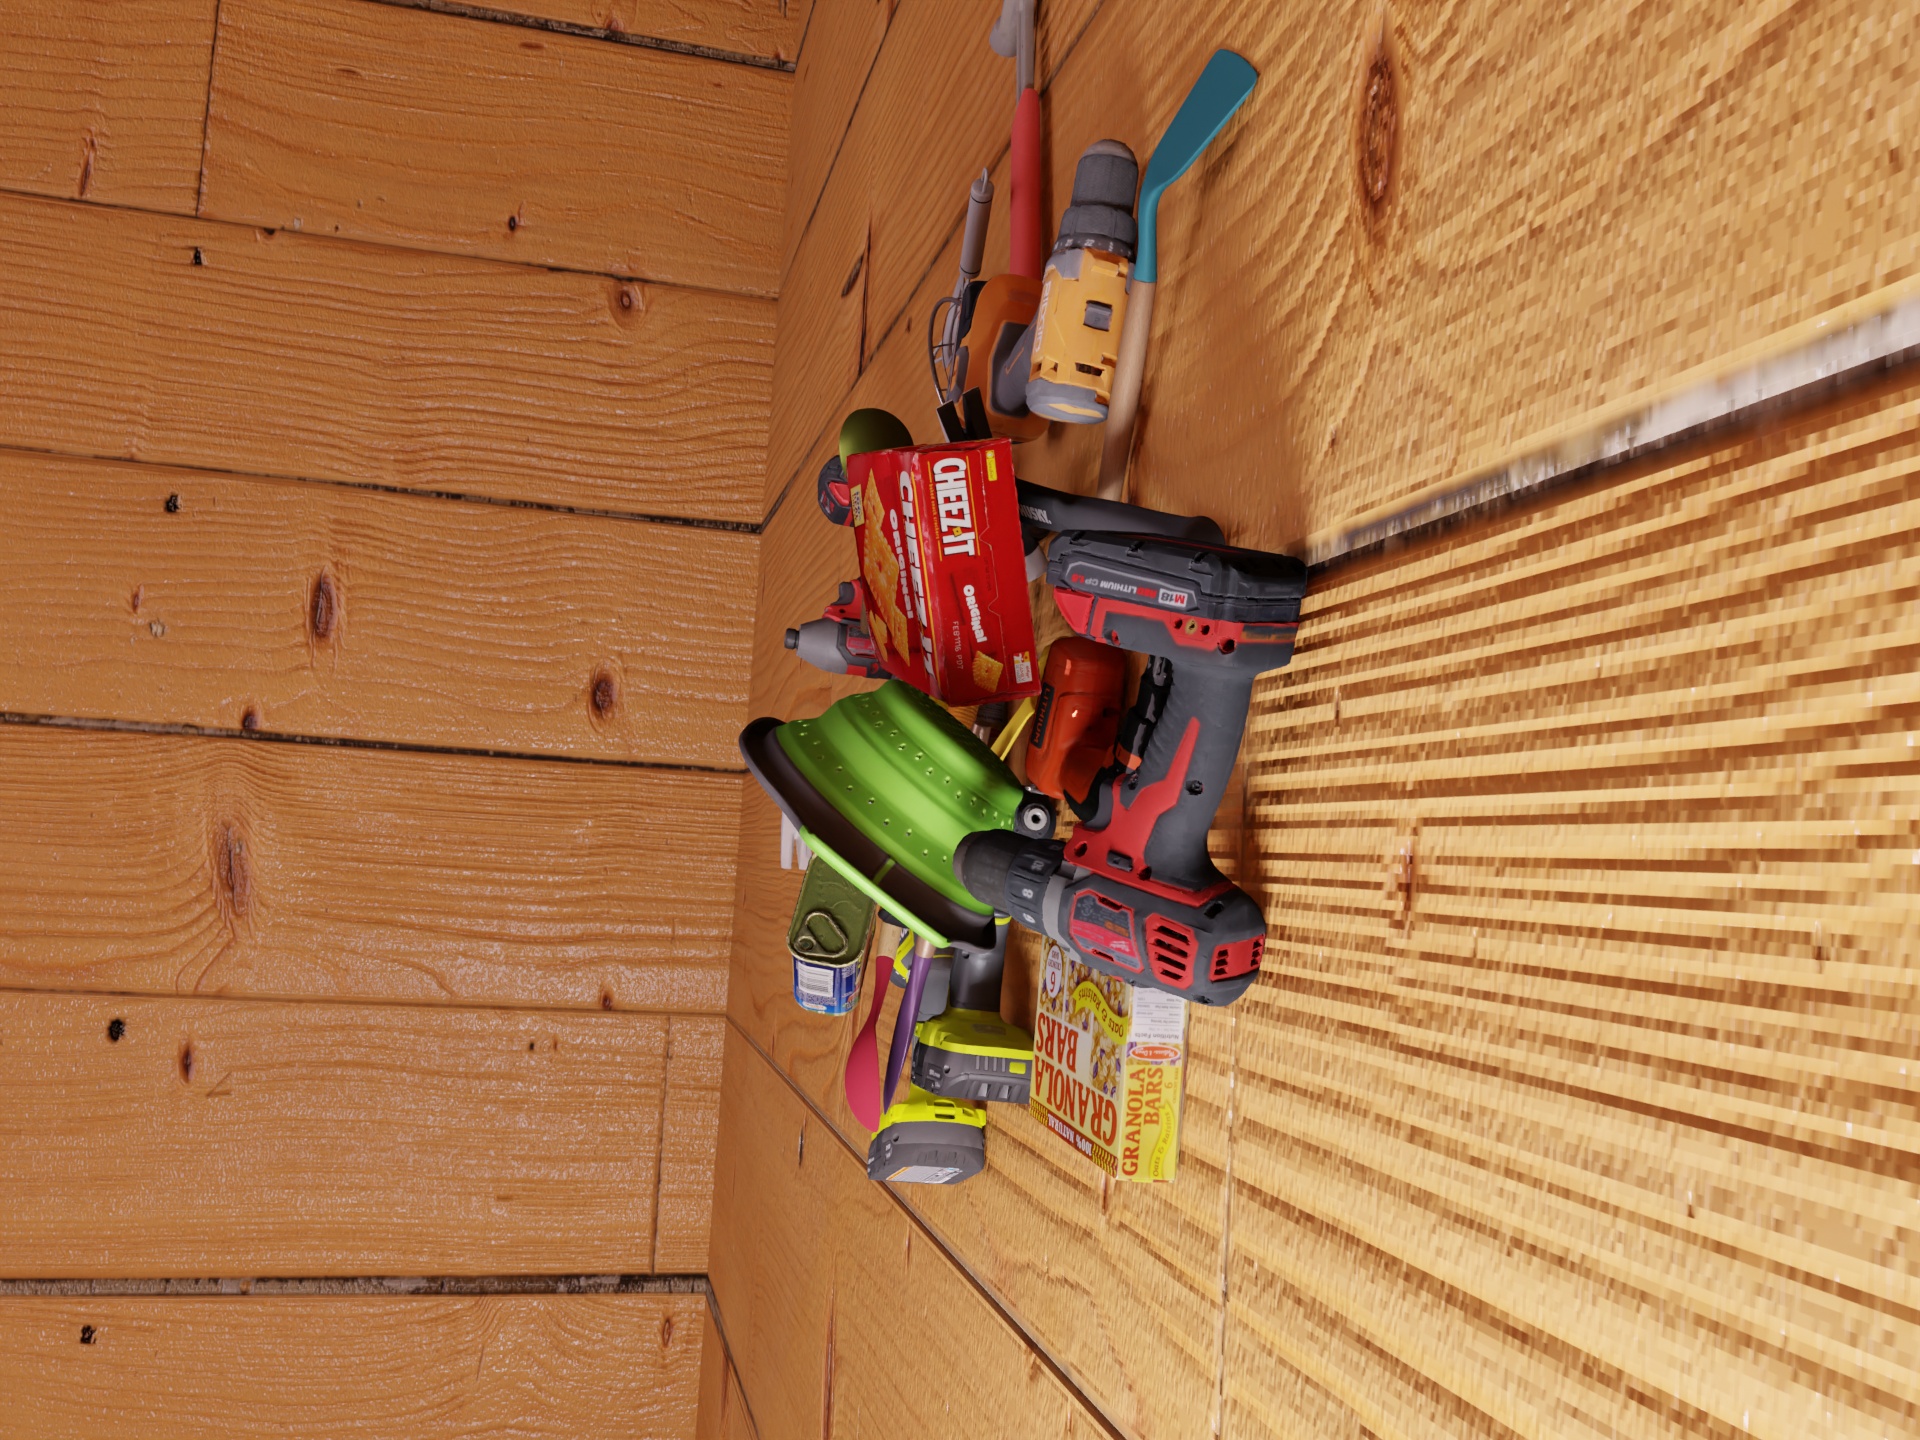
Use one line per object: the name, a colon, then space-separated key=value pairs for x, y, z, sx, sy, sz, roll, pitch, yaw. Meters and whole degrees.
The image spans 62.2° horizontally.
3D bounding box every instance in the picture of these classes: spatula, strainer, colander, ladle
spatula: x=-0.021 y=0.147 z=1.148 sx=0.060 sy=0.018 sz=0.315 roll=-99 pitch=22 yaw=-70
strainer: x=0.010 y=-0.390 z=1.392 sx=0.258 sy=0.050 sz=0.087 roll=104 pitch=171 yaw=-67
colander: x=-0.037 y=0.025 z=1.057 sx=0.094 sy=0.204 sz=0.397 roll=-49 pitch=11 yaw=5
ladle: x=-0.052 y=0.160 z=1.218 sx=0.069 sy=0.031 sz=0.316 roll=107 pitch=174 yaw=-56
ladle: x=-0.083 y=-0.162 z=1.410 sx=0.320 sy=0.062 sz=0.078 roll=106 pitch=180 yaw=-63
spatula: x=0.122 y=-0.250 z=0.997 sx=0.082 sy=0.044 sz=0.317 roll=-106 pitch=20 yaw=-56

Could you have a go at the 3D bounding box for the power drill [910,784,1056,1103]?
power drill: x=0.022 y=0.158 z=1.153 sx=0.171 sy=0.080 sz=0.223 roll=152 pitch=125 yaw=-75

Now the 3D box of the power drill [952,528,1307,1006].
power drill: x=0.080 y=0.018 z=0.819 sx=0.188 sy=0.080 sz=0.226 roll=16 pitch=104 yaw=42

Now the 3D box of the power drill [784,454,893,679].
power drill: x=-0.102 y=-0.152 z=1.626 sx=0.078 sy=0.143 sz=0.220 roll=131 pitch=144 yaw=-72

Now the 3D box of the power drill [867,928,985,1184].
power drill: x=-0.030 y=0.265 z=1.331 sx=0.190 sy=0.080 sz=0.229 roll=123 pitch=151 yaw=-62

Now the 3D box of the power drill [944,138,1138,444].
power drill: x=0.063 y=-0.294 z=1.132 sx=0.226 sy=0.084 sz=0.185 roll=-174 pitch=93 yaw=-73

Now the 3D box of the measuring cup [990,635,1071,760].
measuring cup: x=0.049 y=0.009 z=1.106 sx=0.156 sy=0.029 sz=0.062 roll=-56 pitch=25 yaw=31

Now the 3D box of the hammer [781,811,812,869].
hammer: x=-0.113 y=0.068 z=1.460 sx=0.386 sy=0.038 sz=0.143 roll=166 pitch=107 yaw=-73

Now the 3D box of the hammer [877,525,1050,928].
hammer: x=-0.002 y=-0.004 z=1.222 sx=0.127 sy=0.034 sz=0.337 roll=149 pitch=139 yaw=-73

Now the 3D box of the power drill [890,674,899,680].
power drill: x=-0.048 y=-0.007 z=1.490 sx=0.164 sy=0.084 sz=0.226 roll=-120 pitch=41 yaw=-65

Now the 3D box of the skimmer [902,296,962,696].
skimmer: x=-0.026 y=-0.173 z=1.295 sx=0.127 sy=0.090 sz=0.363 roll=139 pitch=148 yaw=-67

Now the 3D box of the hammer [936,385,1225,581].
hammer: x=0.073 y=-0.134 z=1.011 sx=0.146 sy=0.035 sz=0.335 roll=64 pitch=168 yaw=-21

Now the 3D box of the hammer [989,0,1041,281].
hammer: x=0.056 y=-0.473 z=1.308 sx=0.149 sy=0.036 sz=0.359 roll=131 pitch=142 yaw=-67
